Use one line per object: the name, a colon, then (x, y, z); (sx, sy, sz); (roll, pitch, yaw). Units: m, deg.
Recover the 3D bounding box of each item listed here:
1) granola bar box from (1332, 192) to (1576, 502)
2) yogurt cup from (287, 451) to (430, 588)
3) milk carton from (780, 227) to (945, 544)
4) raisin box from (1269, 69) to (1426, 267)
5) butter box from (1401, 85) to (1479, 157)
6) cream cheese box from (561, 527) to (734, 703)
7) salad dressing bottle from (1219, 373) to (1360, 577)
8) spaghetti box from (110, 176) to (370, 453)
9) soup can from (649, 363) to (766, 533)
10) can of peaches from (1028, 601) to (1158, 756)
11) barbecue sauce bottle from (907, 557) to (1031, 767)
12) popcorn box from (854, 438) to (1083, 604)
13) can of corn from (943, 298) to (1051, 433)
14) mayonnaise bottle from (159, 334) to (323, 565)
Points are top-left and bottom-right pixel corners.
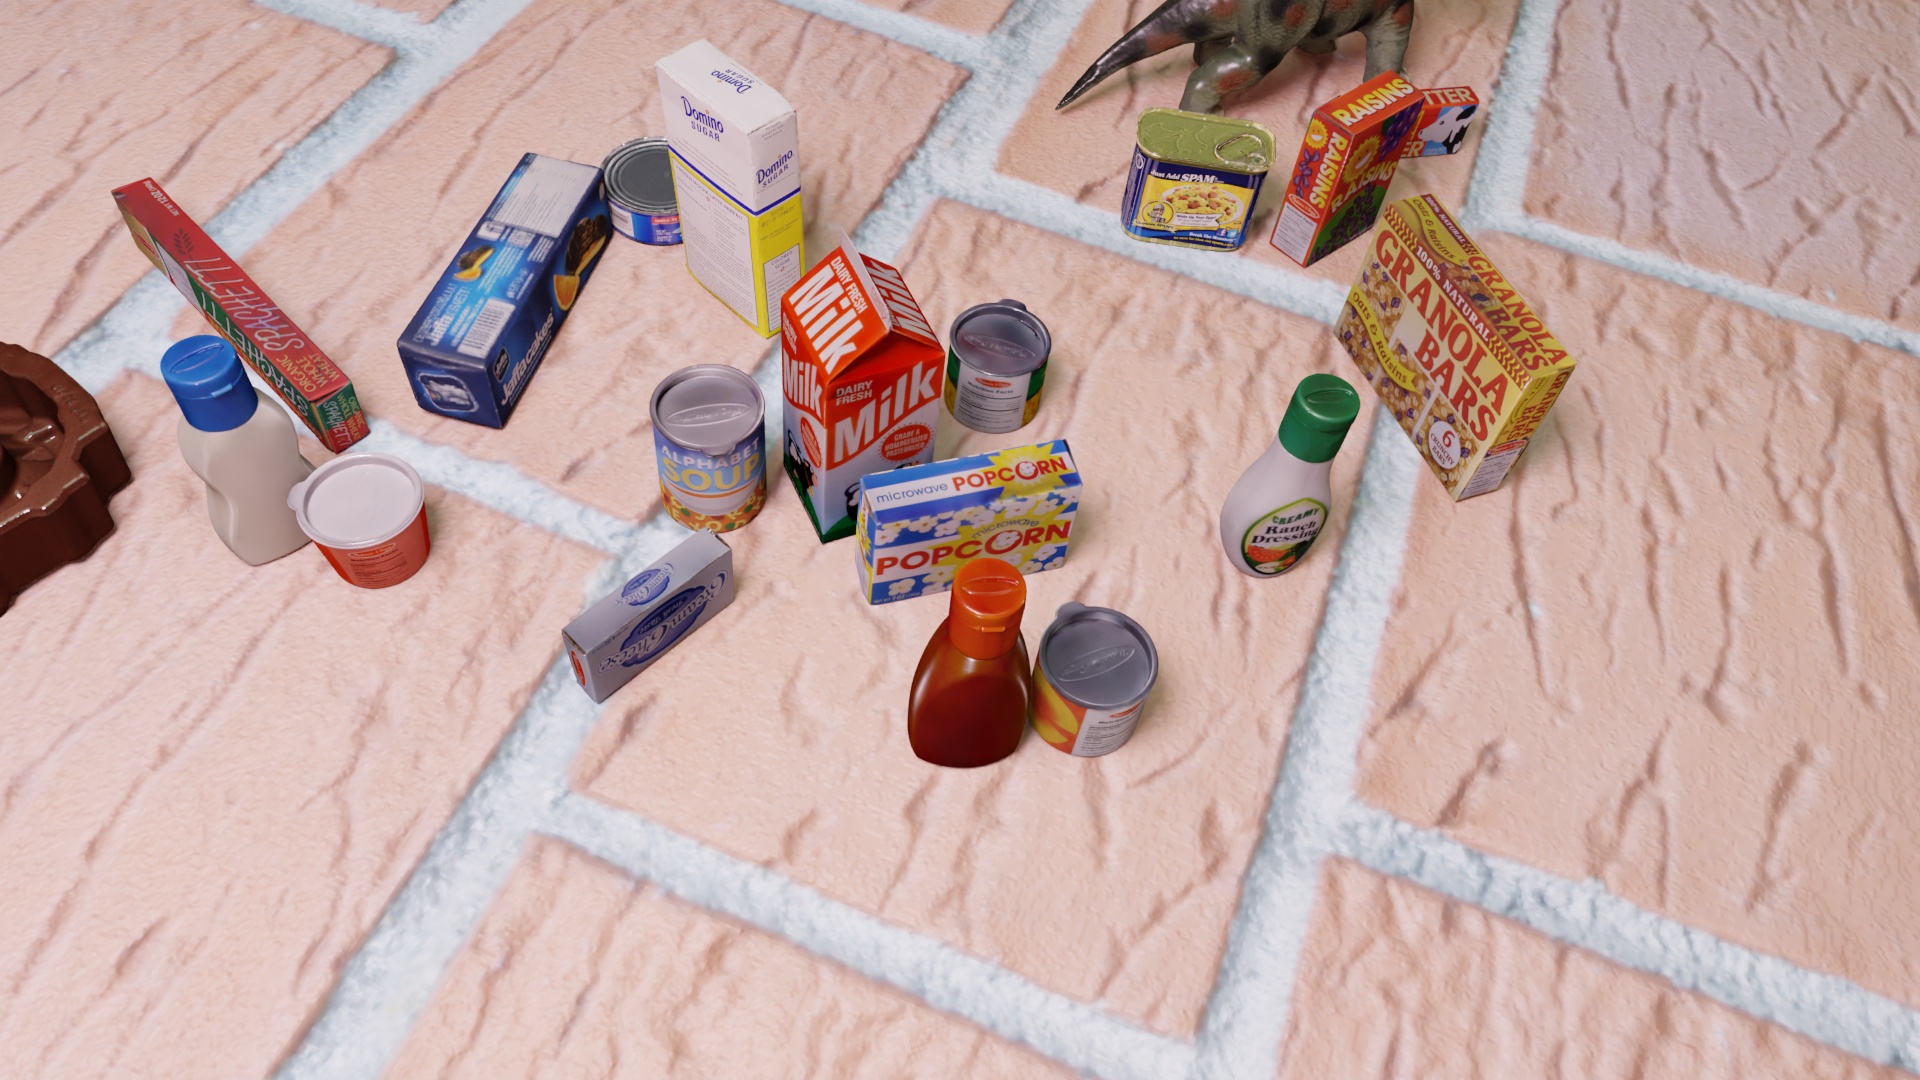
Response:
granola bar box: (0.321, -0.128, 0.919); (0.039, 0.123, 0.166); (-14, 56, -16)
yogurt cup: (-0.339, -0.009, 0.798); (0.072, 0.053, 0.073); (3, 53, -4)
milk carton: (-0.059, -0.088, 0.804); (0.073, 0.189, 0.072); (-18, 57, -18)
raisin box: (0.283, -0.273, 1.024); (0.086, 0.122, 0.040); (-32, 63, -26)
butter box: (0.362, -0.337, 1.125); (0.104, 0.052, 0.024); (-7, 55, -12)
cream cheese box: (-0.173, 0.041, 0.780); (0.024, 0.053, 0.104); (38, 58, 20)
salad dressing bottle: (0.195, -0.036, 0.821); (0.064, 0.146, 0.044); (-7, 55, -11)
spaghetti box: (-0.463, -0.147, 0.890); (0.250, 0.050, 0.029); (40, 59, 22)
soup can: (-0.149, -0.052, 0.833); (0.071, 0.083, 0.072); (3, 53, -4)
can of peaches: (0.072, 0.078, 0.778); (0.071, 0.057, 0.071); (3, 53, -4)
barbecue sauce bottle: (0.008, 0.066, 0.723); (0.065, 0.147, 0.044); (-2, 54, -8)
popcorn box: (0.003, -0.010, 0.819); (0.127, 0.084, 0.038); (-11, 56, -14)
can of corn: (0.024, -0.115, 0.916); (0.071, 0.058, 0.071); (3, 53, -4)
mayonnaise bottle: (-0.394, -0.050, 0.764); (0.041, 0.147, 0.065); (40, 59, 21)
